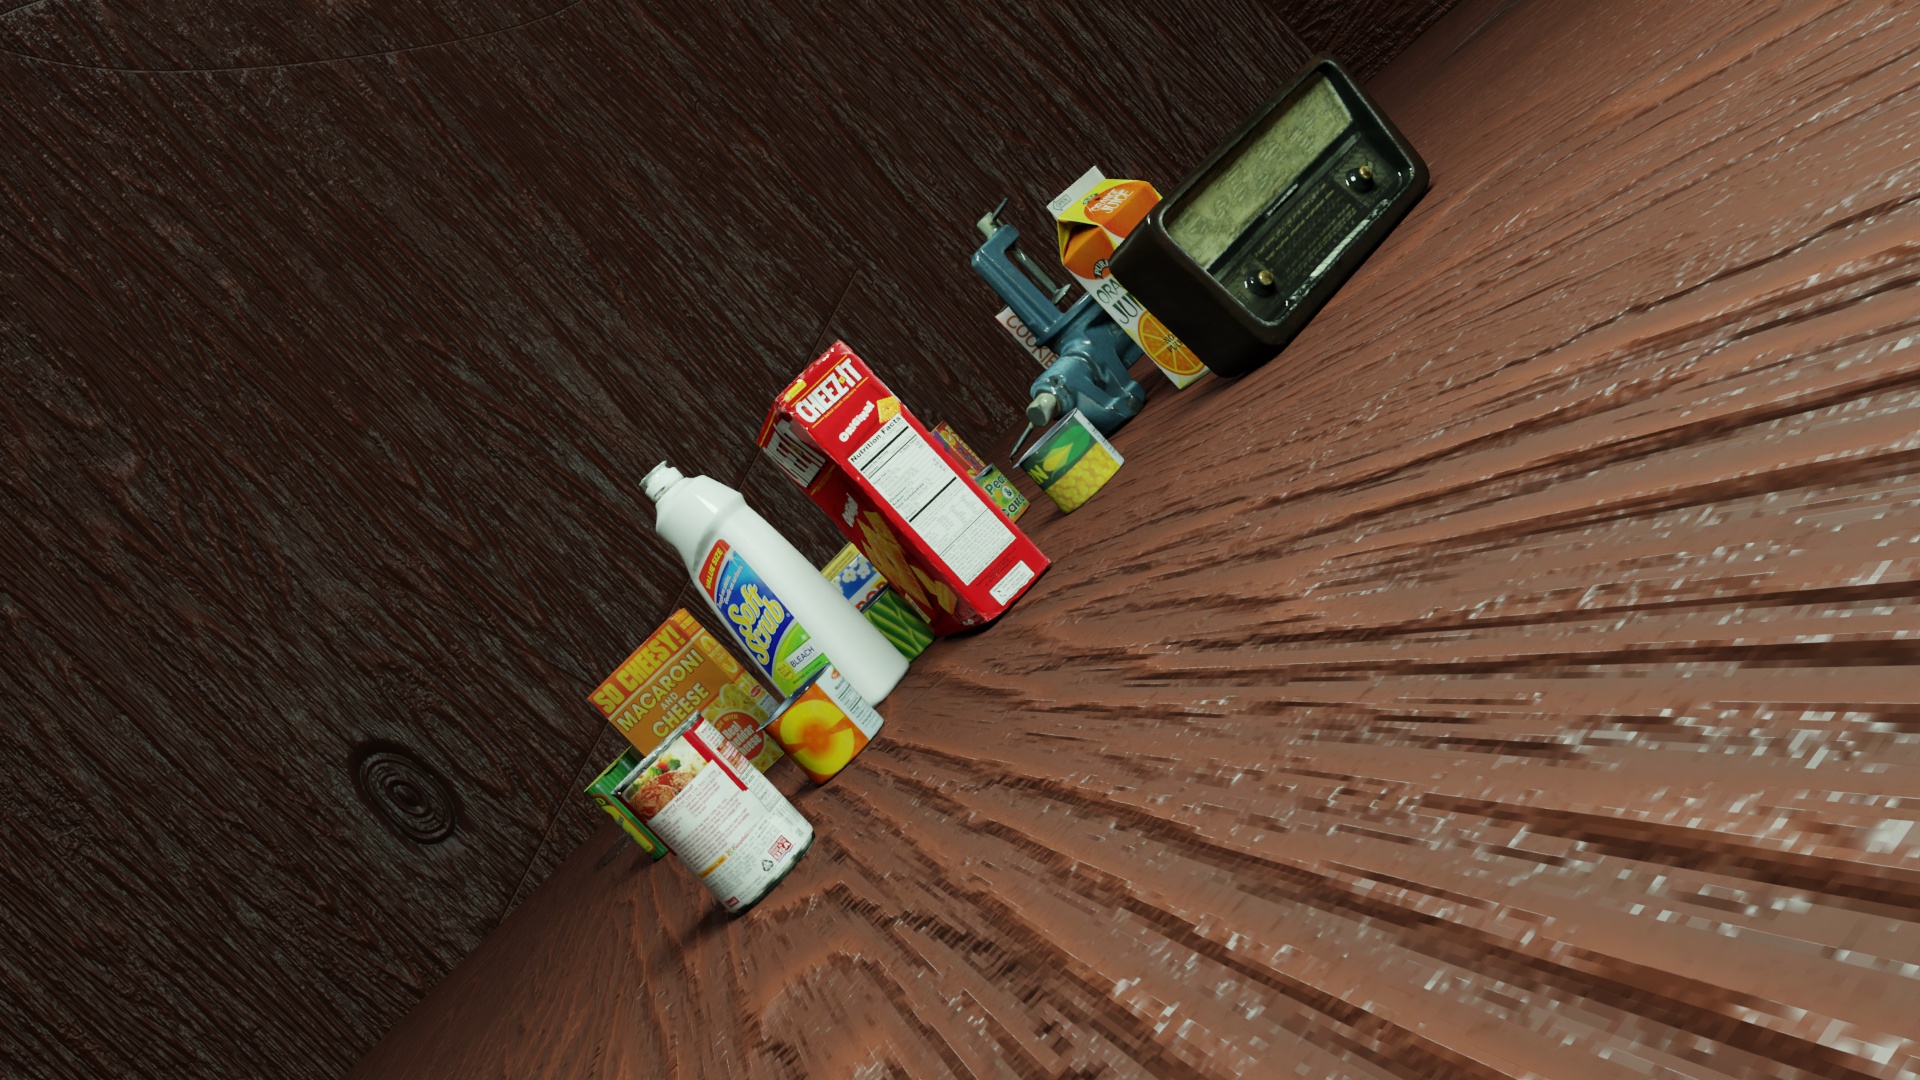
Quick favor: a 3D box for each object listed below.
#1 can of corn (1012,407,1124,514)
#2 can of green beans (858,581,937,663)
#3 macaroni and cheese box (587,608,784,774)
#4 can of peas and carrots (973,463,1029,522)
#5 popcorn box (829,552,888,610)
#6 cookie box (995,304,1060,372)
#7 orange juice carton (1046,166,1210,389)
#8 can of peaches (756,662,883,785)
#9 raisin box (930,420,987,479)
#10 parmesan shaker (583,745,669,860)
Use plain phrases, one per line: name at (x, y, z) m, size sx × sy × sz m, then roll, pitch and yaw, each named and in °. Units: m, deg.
can of corn at (0.087, -0.062, 1.116) m, size 0.071 × 0.058 × 0.071 m, roll -43°, pitch 4°, yaw 4°
can of green beans at (-0.051, 0.067, 1.148) m, size 0.071 × 0.058 × 0.071 m, roll -43°, pitch 4°, yaw 4°
macaroni and cheese box at (-0.252, 0.166, 1.323) m, size 0.123 × 0.166 × 0.040 m, roll -43°, pitch 4°, yaw 15°
can of peas and carrots at (0.029, -0.036, 1.406) m, size 0.071 × 0.058 × 0.071 m, roll -43°, pitch 4°, yaw 4°
popcorn box at (-0.068, 0.038, 1.415) m, size 0.127 × 0.085 × 0.038 m, roll -44°, pitch 4°, yaw -3°
cookie box at (0.109, -0.203, 1.559) m, size 0.040 × 0.167 × 0.123 m, roll -43°, pitch 4°, yaw 6°
orange juice carton at (0.158, -0.228, 1.169) m, size 0.072 × 0.192 × 0.072 m, roll -46°, pitch 4°, yaw -28°
can of peaches at (-0.097, 0.129, 0.968) m, size 0.071 × 0.058 × 0.071 m, roll -43°, pitch 4°, yaw 4°
raisin box at (-0.008, -0.056, 1.518) m, size 0.086 × 0.123 × 0.040 m, roll -42°, pitch 4°, yaw 23°
parmesan shaker at (-0.324, 0.269, 1.419) m, size 0.071 × 0.103 × 0.071 m, roll -44°, pitch 4°, yaw 4°
